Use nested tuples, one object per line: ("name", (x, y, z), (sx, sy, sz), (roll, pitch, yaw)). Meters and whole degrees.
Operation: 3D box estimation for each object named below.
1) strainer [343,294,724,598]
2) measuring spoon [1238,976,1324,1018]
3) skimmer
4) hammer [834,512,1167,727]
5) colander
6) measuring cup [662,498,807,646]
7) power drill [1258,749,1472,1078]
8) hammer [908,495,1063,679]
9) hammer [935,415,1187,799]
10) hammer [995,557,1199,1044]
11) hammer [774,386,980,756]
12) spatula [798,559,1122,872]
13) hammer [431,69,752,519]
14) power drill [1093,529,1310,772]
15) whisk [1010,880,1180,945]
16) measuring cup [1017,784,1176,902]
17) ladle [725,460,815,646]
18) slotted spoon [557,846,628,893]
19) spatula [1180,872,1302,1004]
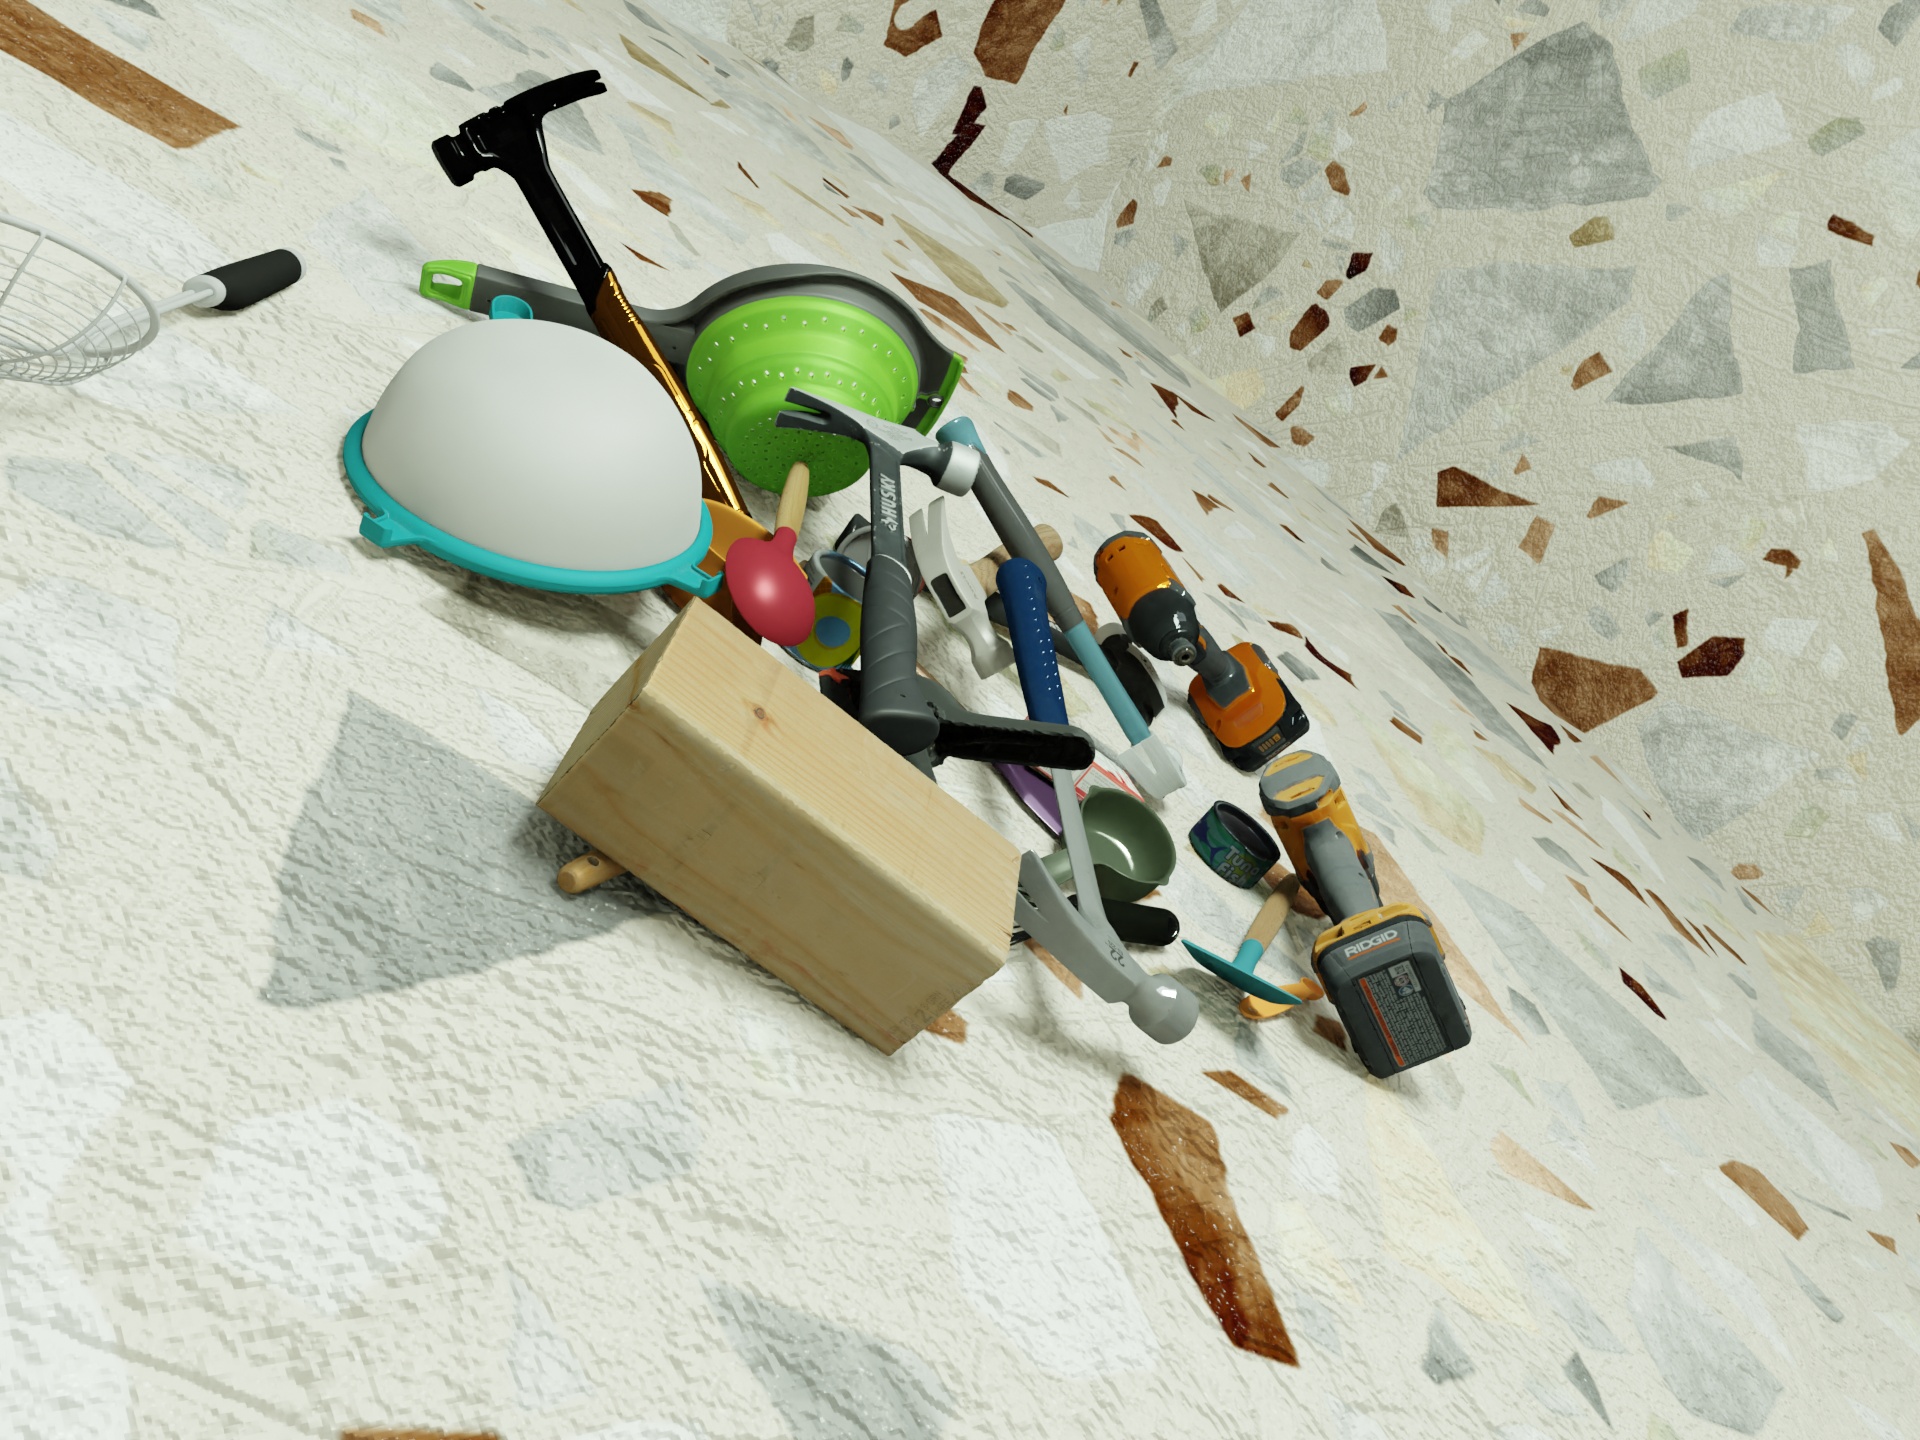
("strainer", (-0.251, -0.207, 0.951), (0.211, 0.095, 0.341), (7, 36, -26))
("measuring spoon", (0.218, 0.192, 1.086), (0.021, 0.011, 0.117), (41, 24, 29))
("skimmer", (-0.425, -0.244, 0.829), (0.127, 0.090, 0.363), (4, 23, 0))
("hammer", (0.038, -0.087, 1.317), (0.334, 0.035, 0.146), (24, 25, -32))
("colander", (-0.194, -0.249, 1.165), (0.397, 0.204, 0.095), (11, 56, -19))
("measuring cup", (-0.145, -0.071, 0.979), (0.095, 0.052, 0.174), (28, 26, -25))
("power drill", (0.292, 0.150, 1.153), (0.185, 0.084, 0.226), (59, 12, -33))
("hammer", (0.033, -0.125, 1.263), (0.130, 0.031, 0.331), (60, 19, -4))
("hammer", (0.079, -0.083, 1.210), (0.331, 0.033, 0.128), (58, 11, -5))
("hammer", (0.056, 0.014, 0.989), (0.144, 0.035, 0.406), (40, 23, -29))
("hammer", (-0.048, -0.102, 0.977), (0.149, 0.036, 0.409), (20, 29, -15))
("spatula", (-0.002, -0.004, 1.112), (0.316, 0.018, 0.060), (43, 25, 9))
("hammer", (-0.229, -0.278, 1.095), (0.337, 0.127, 0.034), (61, -3, 1))
("power drill", (0.213, -0.053, 1.397), (0.226, 0.084, 0.164), (42, 16, -34))
("whisk", (0.063, 0.116, 0.951), (0.246, 0.059, 0.058), (16, 74, -51))
("measuring cup", (0.072, 0.096, 1.022), (0.167, 0.038, 0.083), (-19, 66, -45))
("ladle", (-0.111, -0.124, 1.026), (0.069, 0.031, 0.316), (49, 13, -19))
("slotted spoon", (-0.113, 0.041, 0.842), (0.070, 0.031, 0.314), (41, 23, 10))
("spatula", (0.218, 0.146, 1.127), (0.082, 0.044, 0.317), (26, 17, 14))
